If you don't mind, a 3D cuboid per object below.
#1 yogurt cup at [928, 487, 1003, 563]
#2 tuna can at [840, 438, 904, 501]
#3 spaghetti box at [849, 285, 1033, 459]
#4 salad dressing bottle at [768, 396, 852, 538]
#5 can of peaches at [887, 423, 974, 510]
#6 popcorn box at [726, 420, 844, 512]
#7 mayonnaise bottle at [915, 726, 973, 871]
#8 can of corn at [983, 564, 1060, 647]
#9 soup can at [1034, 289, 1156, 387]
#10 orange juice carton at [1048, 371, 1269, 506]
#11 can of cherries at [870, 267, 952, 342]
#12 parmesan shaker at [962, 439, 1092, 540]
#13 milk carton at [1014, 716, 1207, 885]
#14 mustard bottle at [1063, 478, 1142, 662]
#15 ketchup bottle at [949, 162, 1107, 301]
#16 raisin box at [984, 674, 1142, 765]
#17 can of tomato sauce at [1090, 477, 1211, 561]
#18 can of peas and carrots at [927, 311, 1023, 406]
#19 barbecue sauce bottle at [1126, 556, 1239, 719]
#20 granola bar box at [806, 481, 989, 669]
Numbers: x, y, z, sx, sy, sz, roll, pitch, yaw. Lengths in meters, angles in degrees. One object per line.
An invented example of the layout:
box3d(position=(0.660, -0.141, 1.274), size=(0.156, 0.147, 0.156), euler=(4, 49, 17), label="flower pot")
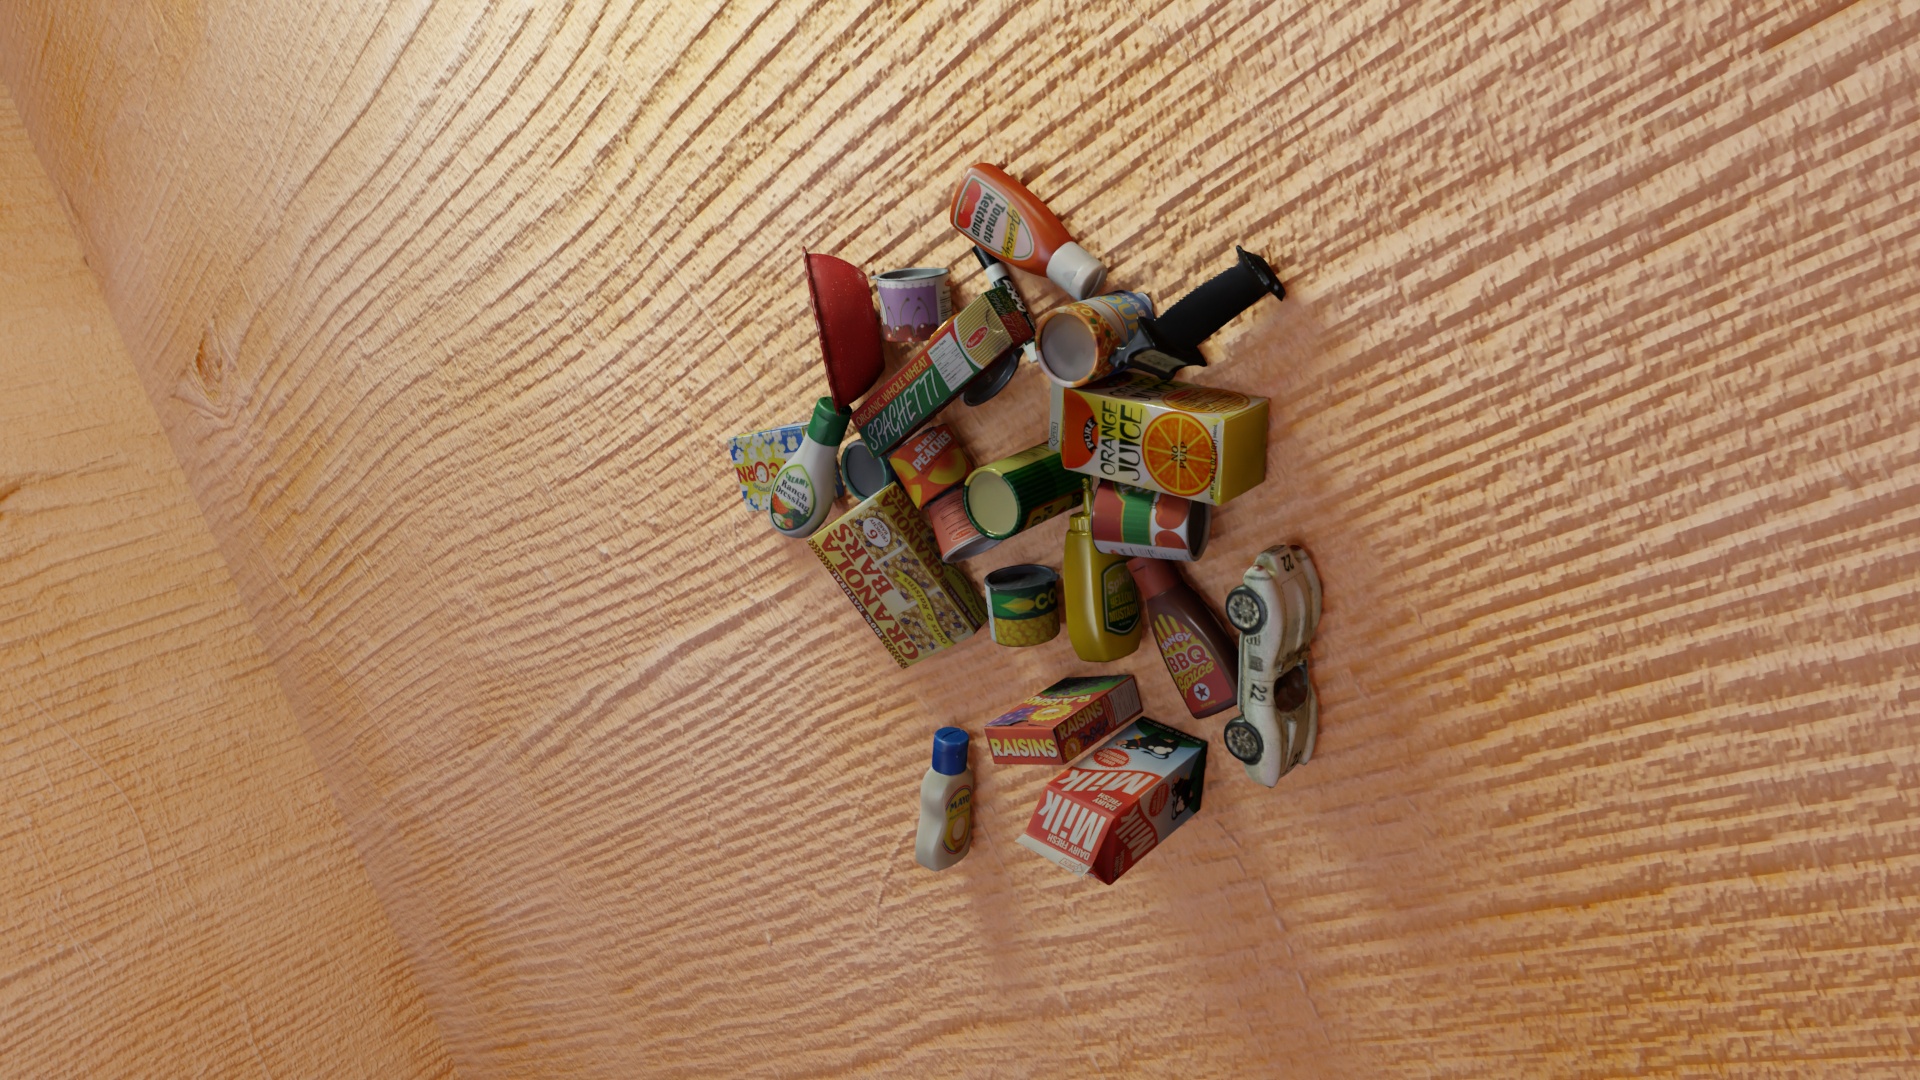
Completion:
box3d(position=(0.005, -0.016, 1.306), size=(0.072, 0.072, 0.054), euler=(-37, 73, 45), label="yogurt cup")
box3d(position=(-0.086, -0.070, 1.388), size=(0.071, 0.033, 0.070), euler=(18, 118, 37), label="tuna can")
box3d(position=(-0.023, -0.141, 1.208), size=(0.249, 0.029, 0.050), euler=(-34, 85, 53), label="spaghetti box")
box3d(position=(-0.148, -0.073, 1.388), size=(0.064, 0.044, 0.147), euler=(34, 119, 20), label="salad dressing bottle")
box3d(position=(-0.026, -0.069, 1.307), size=(0.071, 0.071, 0.058), euler=(-36, 82, 45), label="can of peaches")
box3d(position=(-0.186, -0.078, 1.472), size=(0.126, 0.038, 0.085), euler=(-4, 106, 43), label="popcorn box")
box3d(position=(-0.014, 0.267, 1.440), size=(0.041, 0.065, 0.147), euler=(21, 116, 36), label="mayonnaise bottle")
box3d(position=(0.060, 0.060, 1.284), size=(0.071, 0.071, 0.058), euler=(8, 113, 40), label="can of corn")
box3d(position=(0.112, -0.167, 1.130), size=(0.071, 0.084, 0.071), euler=(17, 118, 37), label="soup can")
box3d(position=(0.149, -0.090, 1.134), size=(0.193, 0.073, 0.071), euler=(17, 118, 38), label="orange juice carton")
box3d(position=(-0.044, -0.215, 1.264), size=(0.071, 0.072, 0.058), euler=(12, 116, 39), label="can of cherries")
box3d(position=(0.057, -0.044, 1.216), size=(0.071, 0.103, 0.071), euler=(18, 119, 37), label="parmesan shaker")
box3d(position=(0.132, 0.230, 1.197), size=(0.072, 0.191, 0.073), euler=(20, 120, 36), label="milk carton")
box3d(position=(0.120, 0.025, 1.216), size=(0.049, 0.065, 0.160), euler=(1, 104, 47), label="mustard bottle")
box3d(position=(0.059, -0.256, 1.172), size=(0.149, 0.044, 0.064), euler=(41, 130, 22), label="ketchup bottle")
box3d(position=(0.094, 0.161, 1.252), size=(0.086, 0.124, 0.040), euler=(-7, 102, 44), label="raisin box")
box3d(position=(0.158, -0.020, 1.149), size=(0.083, 0.071, 0.071), euler=(5, 111, 27), label="can of tomato sauce")
box3d(position=(0.011, -0.165, 1.238), size=(0.059, 0.071, 0.070), euler=(46, 132, 19), label="can of peas and carrots")
box3d(position=(0.192, 0.075, 1.184), size=(0.064, 0.044, 0.148), euler=(-32, 84, 46), label="barbecue sauce bottle")
box3d(position=(-0.061, 0.037, 1.380), size=(0.123, 0.039, 0.165), euler=(-30, 98, 45), label="granola bar box")
